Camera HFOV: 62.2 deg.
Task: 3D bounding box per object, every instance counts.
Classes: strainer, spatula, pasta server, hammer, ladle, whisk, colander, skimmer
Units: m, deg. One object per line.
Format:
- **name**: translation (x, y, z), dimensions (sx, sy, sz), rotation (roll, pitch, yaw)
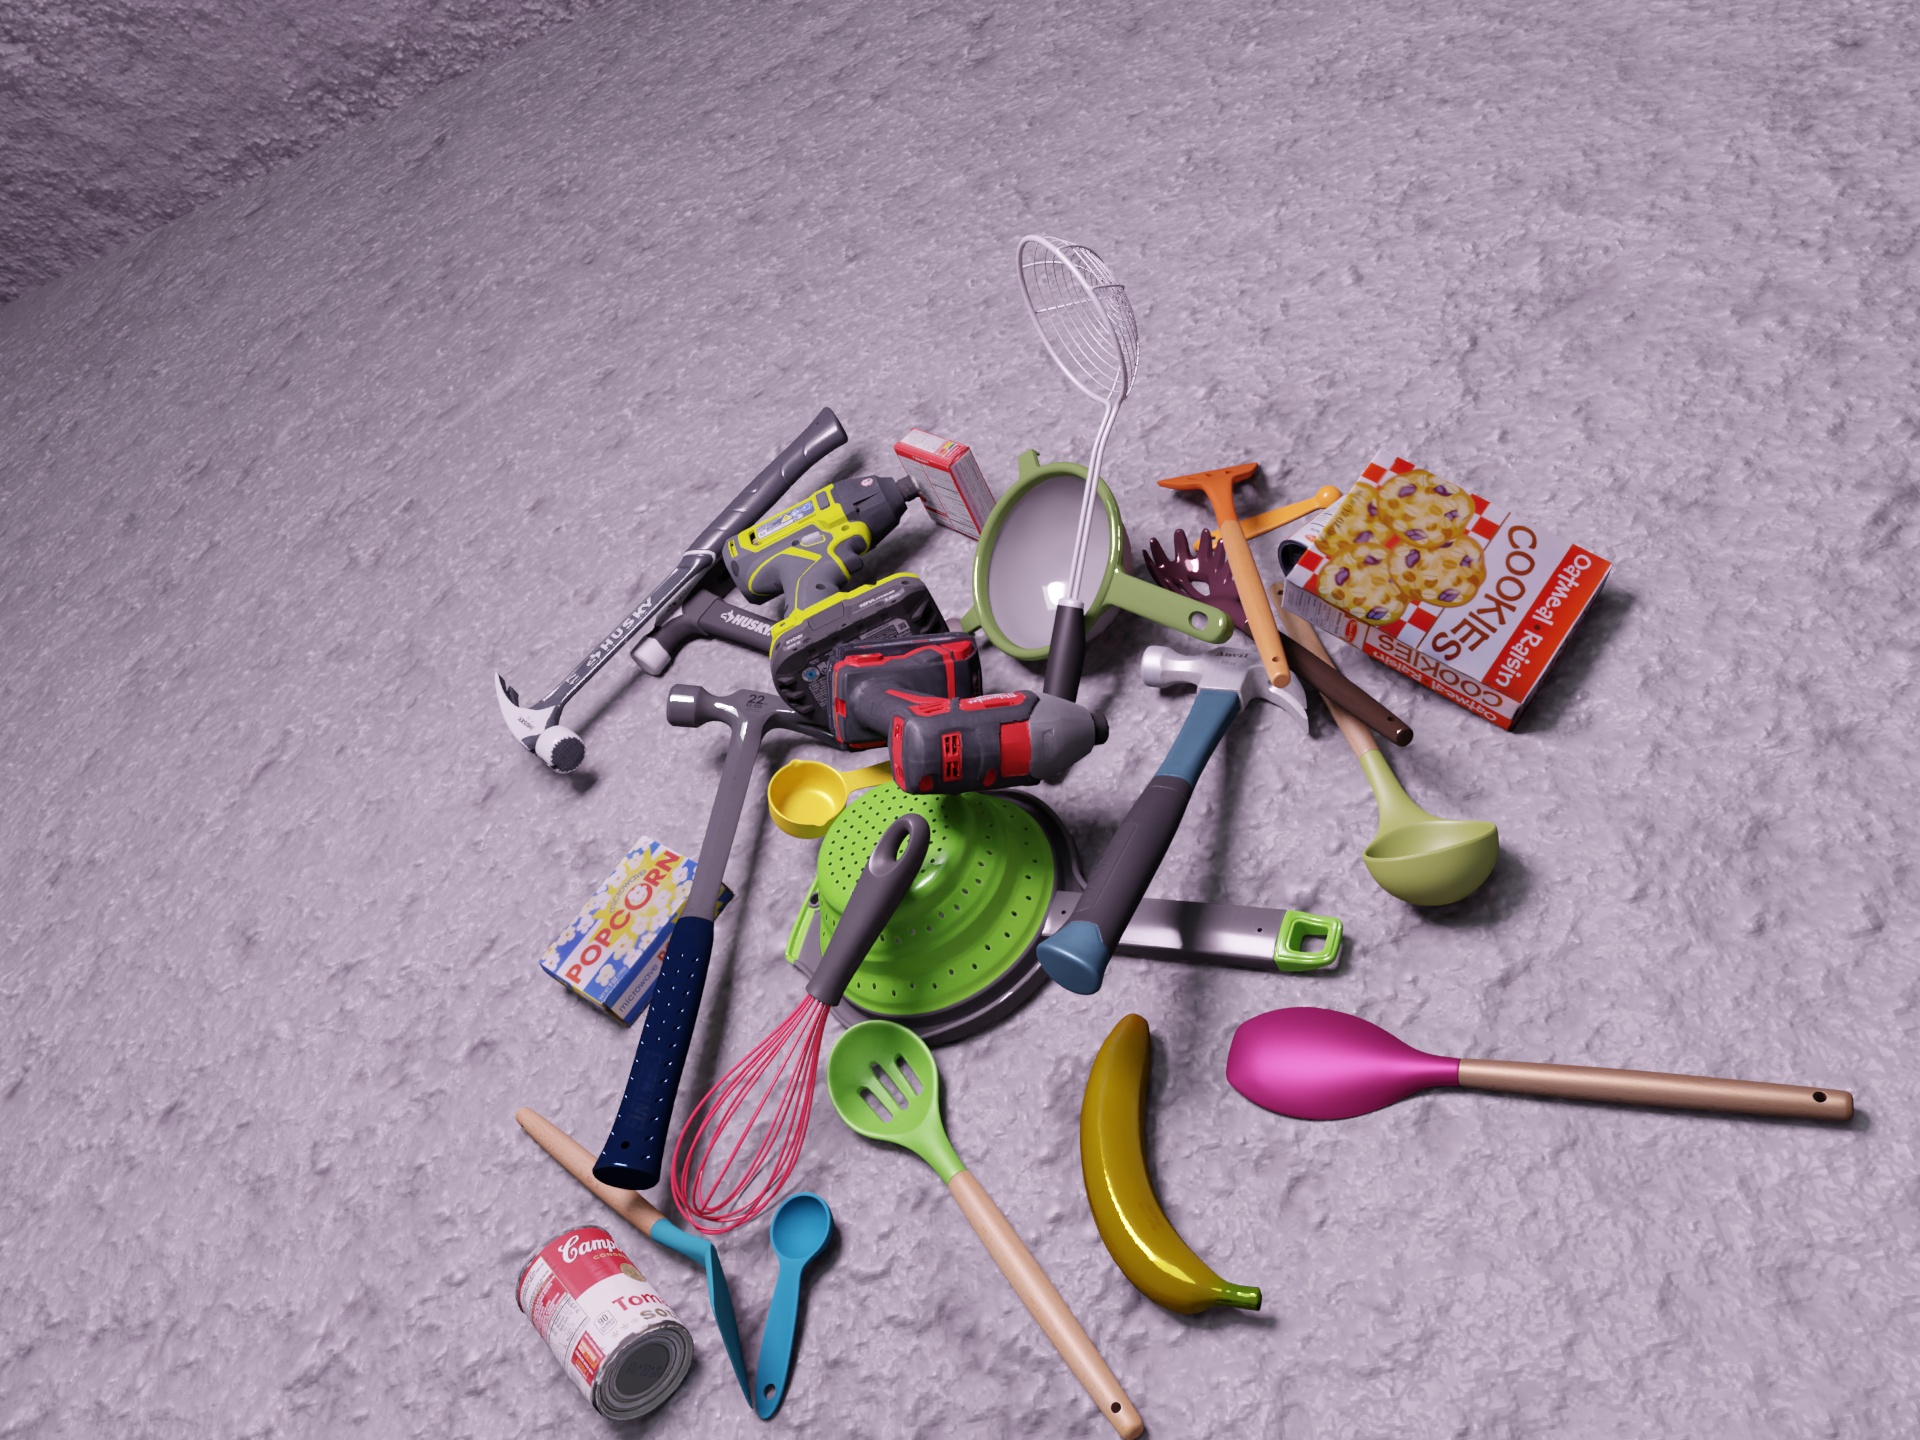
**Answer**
- **strainer**: translation (0.115, -0.097, 1.160), dimensions (0.257, 0.069, 0.151), rotation (28, 101, 46)
- **spatula**: translation (0.196, -0.115, 1.123), dimensions (0.081, 0.041, 0.323), rotation (-10, 37, 5)
- **pasta server**: translation (0.210, -0.060, 1.074), dimensions (0.060, 0.040, 0.316), rotation (-20, 30, -12)
- **hammer**: translation (-0.178, 0.134, 1.121), dimensions (0.144, 0.035, 0.406), rotation (6, 49, 4)
- **ladle**: translation (0.253, -0.002, 1.020), dimensions (0.078, 0.062, 0.321), rotation (-15, 41, 0)
- **whisk**: translation (-0.094, 0.188, 0.986), dimensions (0.073, 0.073, 0.296), rotation (32, 96, 45)
- **hammer**: translation (-0.131, -0.065, 1.324), dimensions (0.335, 0.035, 0.146), rotation (20, 64, 41)
- **spatula**: translation (-0.214, 0.318, 1.013), dimensions (0.044, 0.082, 0.318), rotation (-32, 32, -32)
- **hammer**: translation (-0.246, -0.130, 1.401), dimensions (0.409, 0.036, 0.149), rotation (-48, 44, -14)
- **hammer**: translation (0.126, 0.050, 0.994), dimensions (0.128, 0.033, 0.331), rotation (5, 36, 27)
- **colander**: translation (0.041, 0.107, 1.017), dimensions (0.397, 0.094, 0.205), rotation (1, 52, 32)
- **skimmer**: translation (0.059, -0.146, 1.105), dimensions (0.127, 0.090, 0.363), rotation (-156, 74, -72)

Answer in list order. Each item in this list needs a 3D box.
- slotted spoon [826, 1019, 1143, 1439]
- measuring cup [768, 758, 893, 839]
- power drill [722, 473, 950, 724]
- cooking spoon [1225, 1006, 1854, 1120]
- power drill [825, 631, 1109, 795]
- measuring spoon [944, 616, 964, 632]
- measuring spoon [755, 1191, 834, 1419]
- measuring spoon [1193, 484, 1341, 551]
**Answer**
- **slotted spoon**: translation (0.010, 0.287, 0.923), dimensions (0.070, 0.031, 0.314), rotation (-40, 45, -5)
- **measuring cup**: translation (-0.065, 0.049, 1.161), dimensions (0.156, 0.029, 0.062), rotation (-13, 53, -20)
- **power drill**: translation (-0.092, -0.111, 1.264), dimensions (0.171, 0.080, 0.223), rotation (-27, 39, 3)
- **cooking spoon**: translation (0.293, 0.189, 0.847), dimensions (0.319, 0.017, 0.069), rotation (-2, 52, 31)
- **power drill**: translation (-0.002, -0.003, 1.077), dimensions (0.143, 0.078, 0.220), rotation (-7, 14, -20)
- **measuring spoon**: translation (-0.037, -0.073, 1.293), dimensions (0.124, 0.018, 0.034), rotation (16, 61, 47)
- **measuring spoon**: translation (-0.099, 0.348, 0.946), dimensions (0.042, 0.021, 0.129), rotation (-6, 58, 27)
- **measuring spoon**: translation (0.230, -0.153, 1.202), dimensions (0.117, 0.011, 0.021), rotation (-20, 44, 15)
